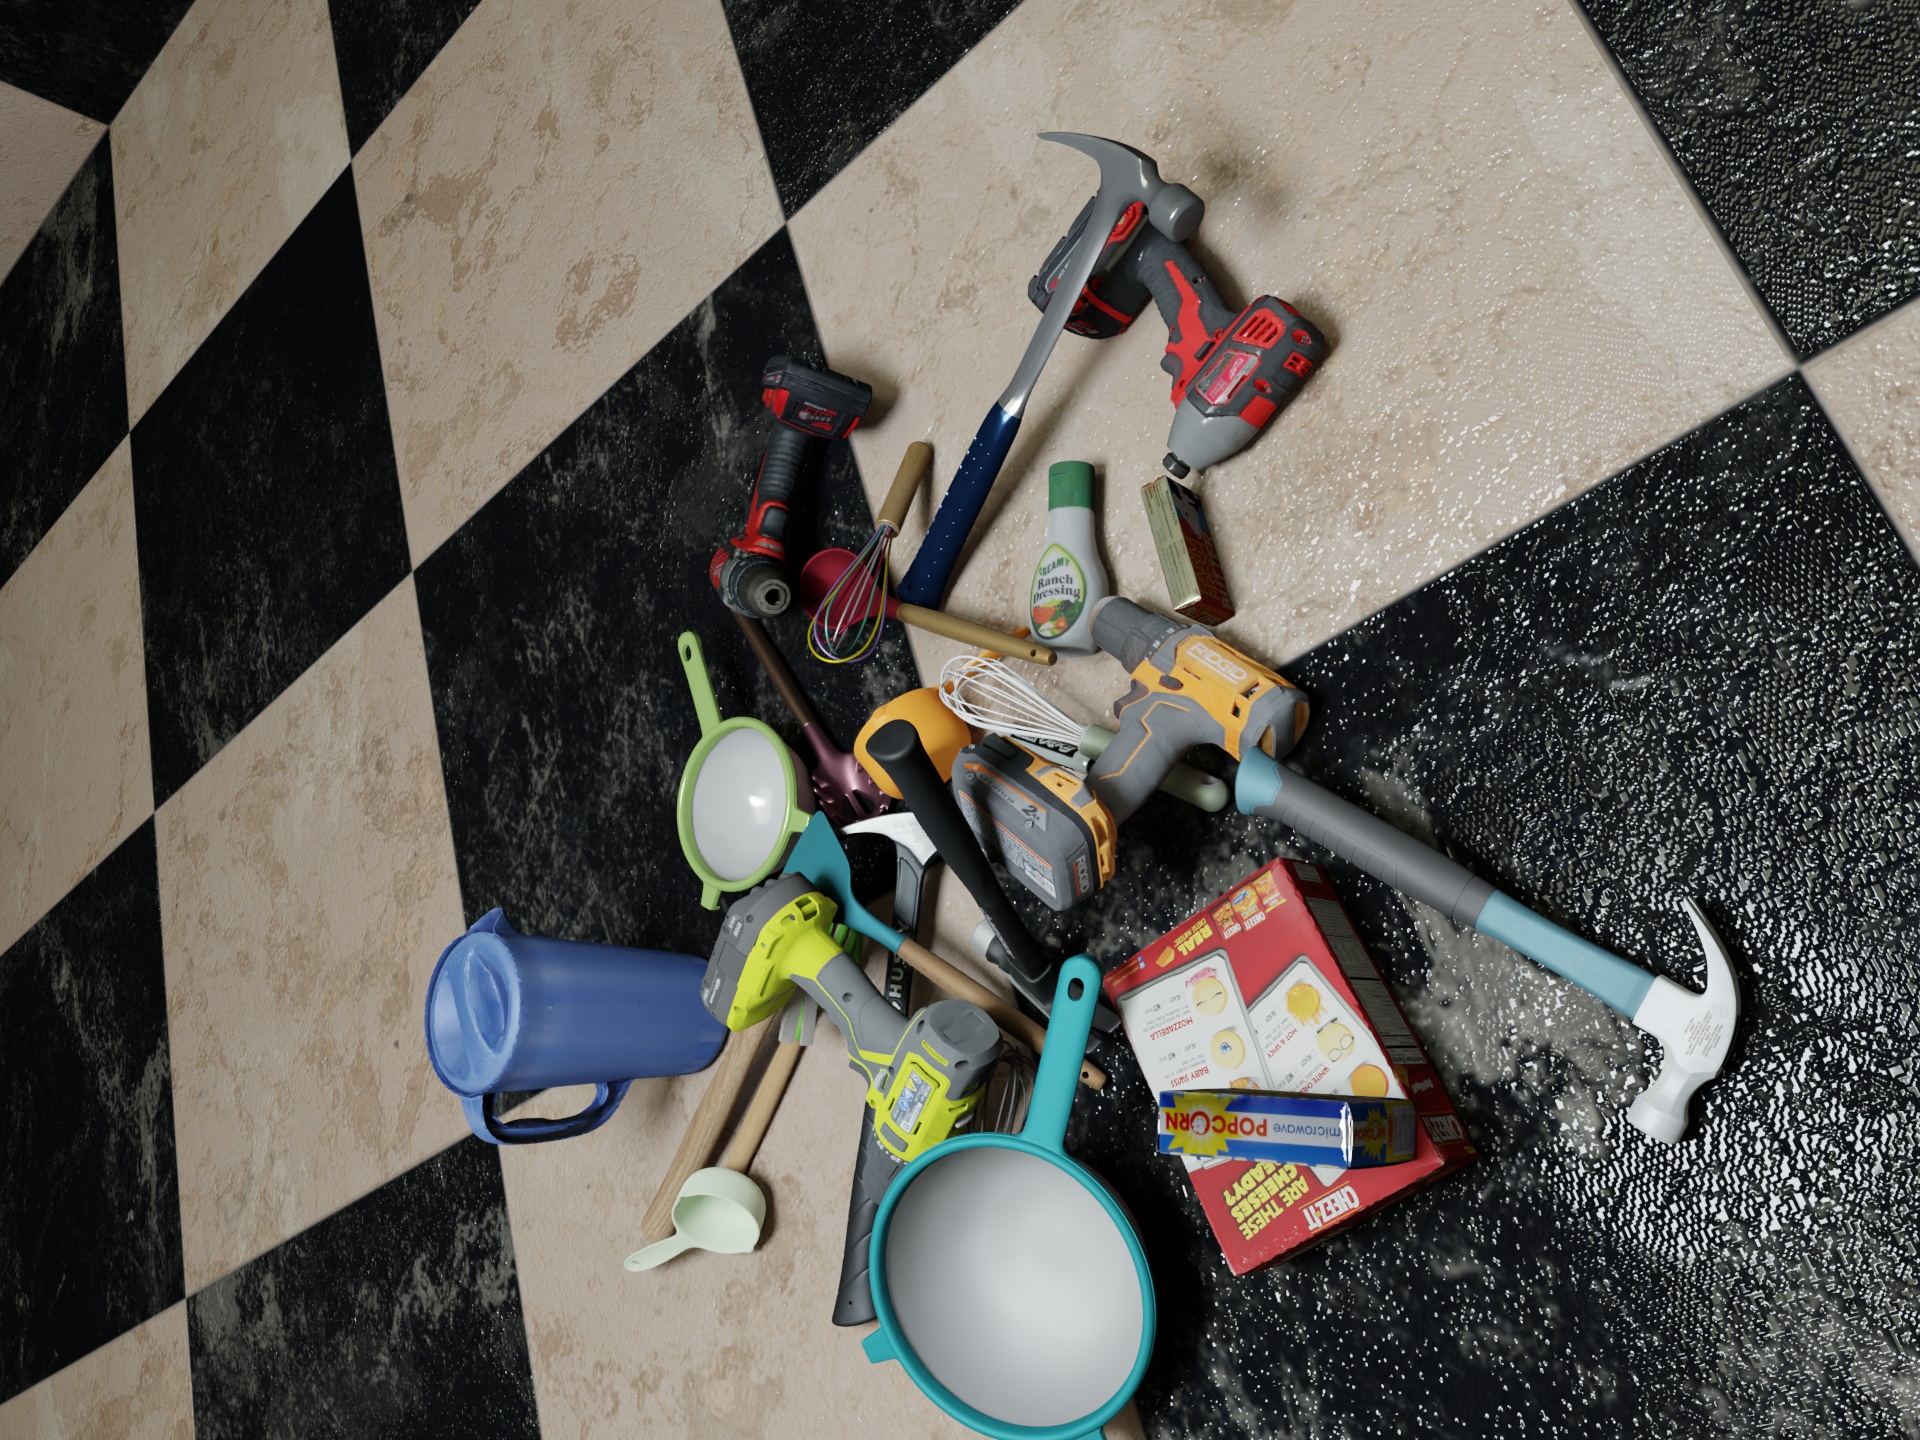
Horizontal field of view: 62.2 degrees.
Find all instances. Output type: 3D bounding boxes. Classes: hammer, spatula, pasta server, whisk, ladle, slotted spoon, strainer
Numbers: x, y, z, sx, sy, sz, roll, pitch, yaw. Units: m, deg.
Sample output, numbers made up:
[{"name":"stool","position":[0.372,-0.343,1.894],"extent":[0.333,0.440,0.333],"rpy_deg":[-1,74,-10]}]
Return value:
[{"name":"hammer","position":[0.040,-0.252,1.218],"extent":[0.144,0.035,0.405],"rpy_deg":[49,129,27]},{"name":"spatula","position":[-0.018,0.183,1.212],"extent":[0.318,0.044,0.082],"rpy_deg":[32,101,21]},{"name":"pasta server","position":[-0.144,-0.017,1.399],"extent":[0.060,0.040,0.317],"rpy_deg":[-25,53,-13]},{"name":"whisk","position":[0.086,0.011,1.169],"extent":[0.246,0.058,0.059],"rpy_deg":[25,126,26]},{"name":"hammer","position":[-0.062,0.273,1.257],"extent":[0.149,0.036,0.409],"rpy_deg":[6,88,25]},{"name":"hammer","position":[-0.201,0.318,1.360],"extent":[0.331,0.031,0.130],"rpy_deg":[-64,35,18]},{"name":"hammer","position":[0.015,0.109,1.062],"extent":[0.035,0.334,0.146],"rpy_deg":[-42,50,-12]},{"name":"whisk","position":[-0.070,-0.142,1.295],"extent":[0.047,0.051,0.245],"rpy_deg":[-11,45,35]},{"name":"hammer","position":[0.306,0.109,0.965],"extent":[0.331,0.033,0.128],"rpy_deg":[31,100,30]},{"name":"whisk","position":[0.014,0.354,1.185],"extent":[0.055,0.055,0.239],"rpy_deg":[17,96,41]},{"name":"ladle","position":[-0.031,-0.083,1.271],"extent":[0.316,0.031,0.069],"rpy_deg":[21,99,48]},{"name":"slotted spoon","position":[-0.151,0.288,1.350],"extent":[0.070,0.031,0.313],"rpy_deg":[33,105,40]},{"name":"strainer","position":[0.062,0.319,1.099],"extent":[0.211,0.095,0.340],"rpy_deg":[16,98,24]},{"name":"strainer","position":[-0.192,0.031,1.410],"extent":[0.151,0.069,0.257],"rpy_deg":[-39,58,31]}]

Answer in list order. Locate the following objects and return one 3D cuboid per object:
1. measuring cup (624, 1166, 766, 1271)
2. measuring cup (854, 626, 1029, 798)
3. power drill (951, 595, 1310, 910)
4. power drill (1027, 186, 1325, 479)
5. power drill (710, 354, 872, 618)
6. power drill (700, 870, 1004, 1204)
[{"name":"measuring cup","position":[-0.232,0.431,1.361],"extent":[0.167,0.083,0.038],"rpy_deg":[-35,21,32]},{"name":"measuring cup","position":[-0.002,-0.004,1.260],"extent":[0.173,0.095,0.052],"rpy_deg":[-38,64,6]},{"name":"power drill","position":[0.099,0.007,1.096],"extent":[0.226,0.084,0.186],"rpy_deg":[-35,50,-21]},{"name":"power drill","position":[0.154,-0.287,1.181],"extent":[0.143,0.078,0.220],"rpy_deg":[-51,56,21]},{"name":"power drill","position":[-0.153,-0.195,1.378],"extent":[0.188,0.080,0.226],"rpy_deg":[-143,71,-70]},{"name":"power drill","position":[-0.087,0.241,1.193],"extent":[0.229,0.080,0.190],"rpy_deg":[39,126,22]}]
